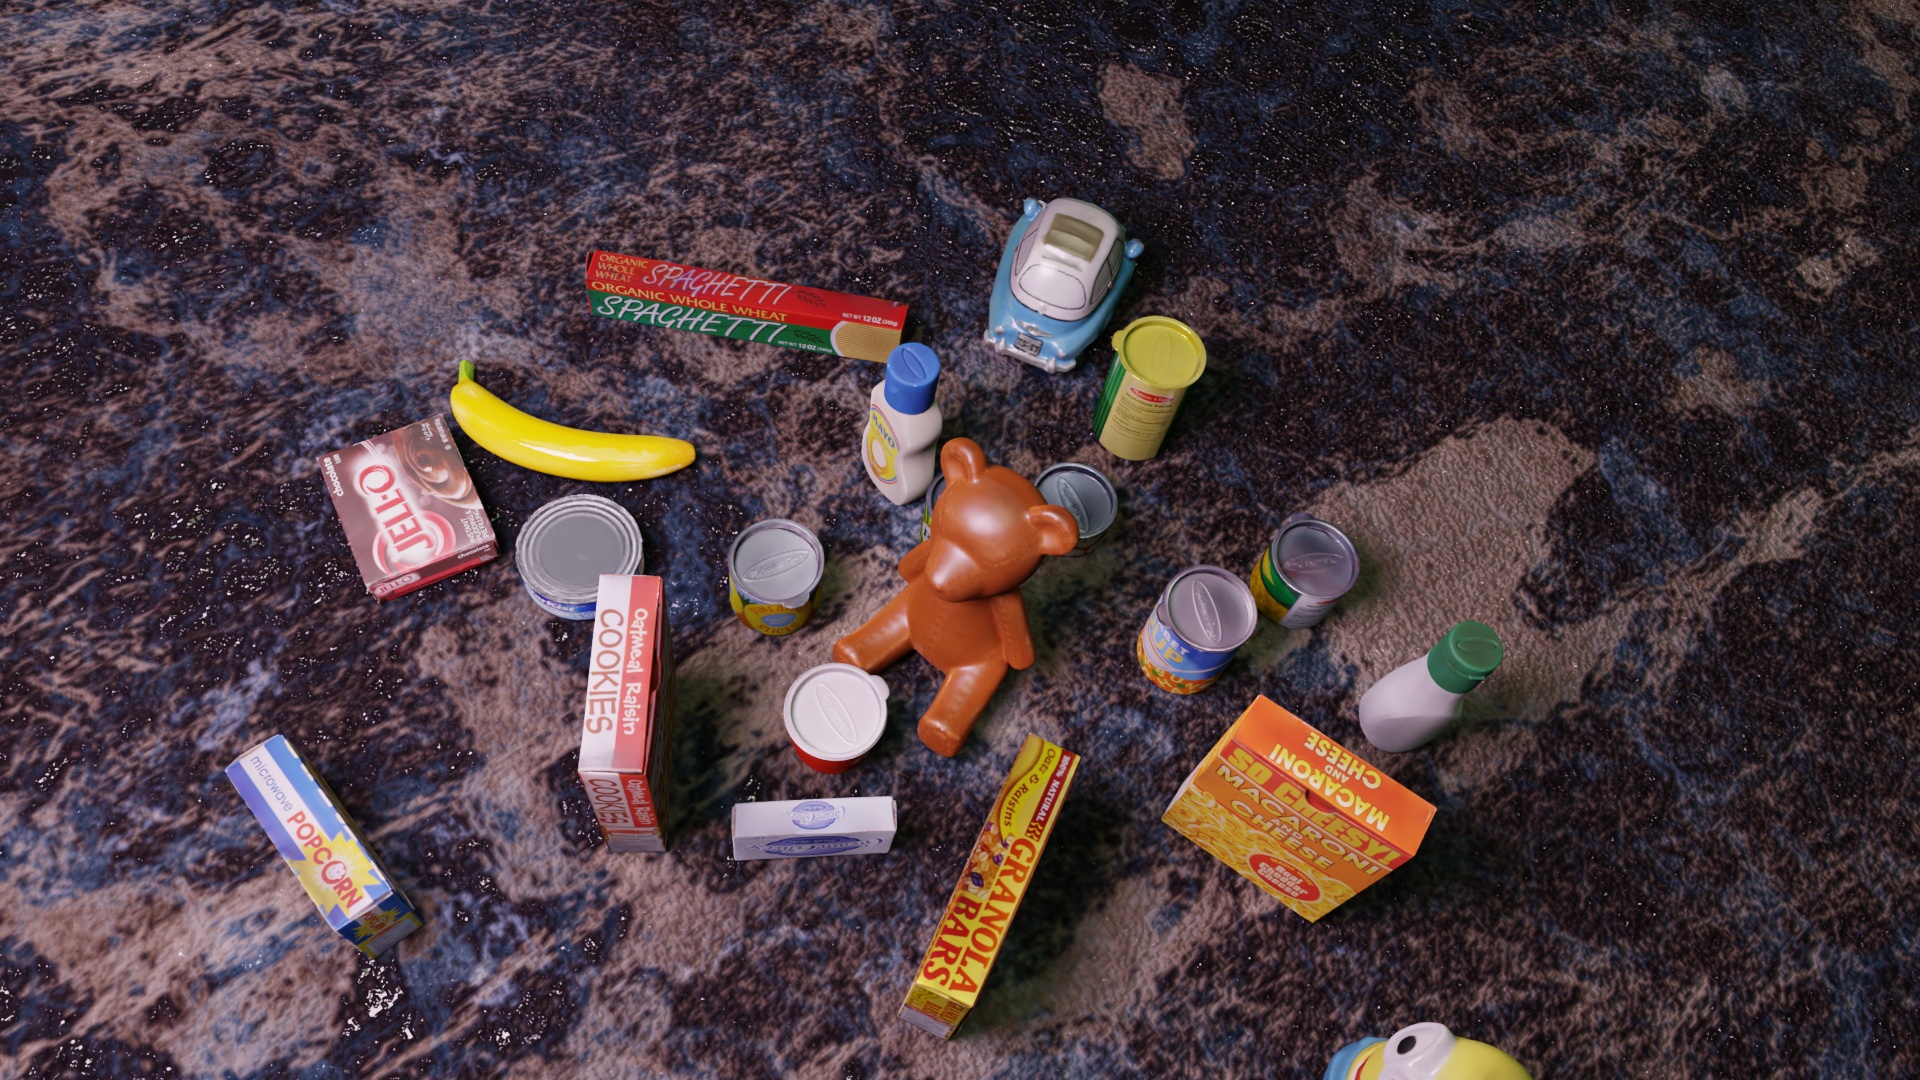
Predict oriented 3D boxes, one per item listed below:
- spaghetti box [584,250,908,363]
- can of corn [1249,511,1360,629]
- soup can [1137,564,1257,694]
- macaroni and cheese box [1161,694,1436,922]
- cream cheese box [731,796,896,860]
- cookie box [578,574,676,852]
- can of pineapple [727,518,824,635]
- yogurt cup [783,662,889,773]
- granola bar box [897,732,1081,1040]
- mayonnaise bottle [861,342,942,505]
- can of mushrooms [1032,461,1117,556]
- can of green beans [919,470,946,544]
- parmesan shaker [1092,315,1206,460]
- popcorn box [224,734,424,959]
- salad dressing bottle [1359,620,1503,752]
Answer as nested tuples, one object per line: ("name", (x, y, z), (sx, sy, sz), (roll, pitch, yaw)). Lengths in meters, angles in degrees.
("spaghetti box", (-0.168, -0.182, 1.088), (0.250, 0.050, 0.029), (9, 61, -3))
("can of corn", (0.254, 0.023, 1.033), (0.071, 0.058, 0.071), (3, 62, -6))
("soup can", (0.163, 0.065, 0.983), (0.071, 0.083, 0.071), (3, 62, -6))
("macaroni and cheese box", (0.208, 0.175, 0.883), (0.124, 0.165, 0.040), (33, 63, 10))
("cream cheese box", (-0.095, 0.186, 0.898), (0.104, 0.053, 0.024), (-1, 62, -9))
("cookie box", (-0.201, 0.111, 0.859), (0.040, 0.166, 0.123), (2, 62, -7))
("can of pineapple", (-0.129, 0.028, 0.976), (0.071, 0.057, 0.071), (3, 62, -6))
("yogurt cup", (-0.085, 0.123, 0.934), (0.072, 0.053, 0.073), (3, 62, -6))
("granola bar box", (0.018, 0.216, 0.858), (0.039, 0.123, 0.166), (25, 62, 5))
("mayonnaise bottle", (-0.041, -0.085, 0.998), (0.041, 0.147, 0.065), (-27, 69, -20))
("can of mushrooms", (0.081, -0.023, 1.047), (0.071, 0.033, 0.071), (3, 62, -6))
("can of green beans", (0.005, -0.014, 1.018), (0.071, 0.057, 0.071), (3, 62, -6))
("parmesan shaker", (0.140, -0.116, 1.066), (0.071, 0.102, 0.071), (3, 62, -6))
("popcorn box", (-0.383, 0.186, 0.840), (0.038, 0.084, 0.127), (-36, 72, -23))
("salad dressing bottle", (0.321, 0.101, 0.949), (0.064, 0.147, 0.044), (2, 62, -7))
